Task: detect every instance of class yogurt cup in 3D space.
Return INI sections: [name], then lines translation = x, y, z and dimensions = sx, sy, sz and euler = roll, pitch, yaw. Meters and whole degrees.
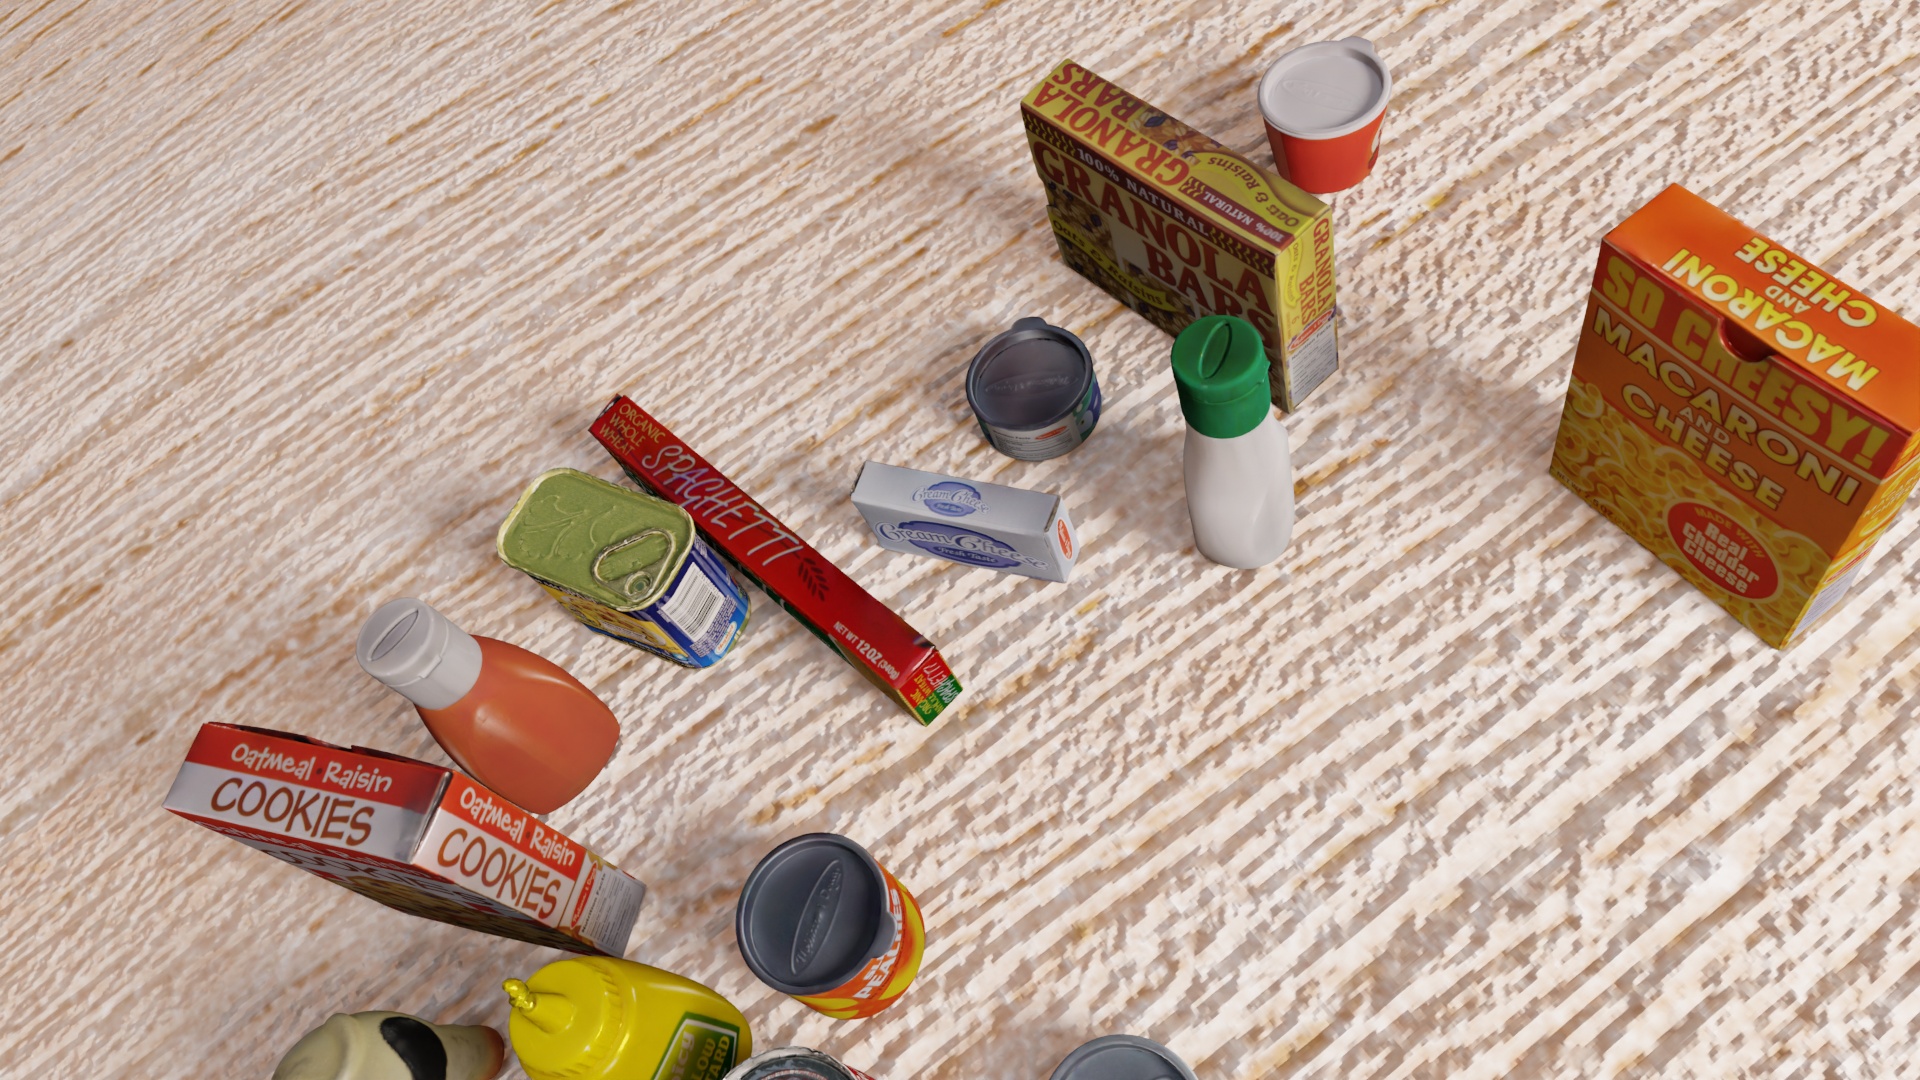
[yogurt cup]
translation = 0.195, -0.223, 0.741
dimensions = 0.072, 0.053, 0.073
euler = -7, 59, 12

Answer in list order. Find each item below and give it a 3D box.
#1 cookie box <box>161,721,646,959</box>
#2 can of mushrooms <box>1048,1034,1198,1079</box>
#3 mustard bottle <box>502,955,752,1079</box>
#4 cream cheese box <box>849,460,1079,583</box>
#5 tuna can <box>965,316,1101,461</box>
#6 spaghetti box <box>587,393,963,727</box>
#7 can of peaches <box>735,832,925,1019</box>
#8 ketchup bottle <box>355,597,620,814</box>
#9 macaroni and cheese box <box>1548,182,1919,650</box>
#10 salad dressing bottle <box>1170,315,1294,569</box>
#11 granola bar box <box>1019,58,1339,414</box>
[cookie box]
translation = -0.228, 0.131, 0.592
dimensions = 0.123, 0.166, 0.040
euler = 6, 63, 19
[can of mushrooms]
translation = 0.066, 0.228, 0.531
dimensions = 0.071, 0.033, 0.071
euler = -7, 59, 12
[mustard bottle]
translation = -0.131, 0.193, 0.533
dimensions = 0.049, 0.159, 0.065
euler = 14, 66, 23
[cream cheese box]
translation = 0.002, -0.008, 0.673
dimensions = 0.104, 0.053, 0.024
euler = 11, 65, 22
[tuna can]
translation = 0.038, -0.078, 0.715
dimensions = 0.071, 0.032, 0.071
euler = -7, 59, 12
[spaghetti box]
translation = -0.099, 0.005, 0.697
dimensions = 0.250, 0.050, 0.029
euler = 36, 76, 30
[can of peaches]
translation = -0.051, 0.165, 0.587
dimensions = 0.071, 0.058, 0.071
euler = -7, 59, 12
[ketchup bottle]
translation = -0.214, 0.074, 0.632
dimensions = 0.043, 0.148, 0.065
euler = 32, 74, 29
[macaroni and cheese box]
translation = 0.299, -0.042, 0.540
dimensions = 0.040, 0.165, 0.124
euler = -38, 58, -7
[salad dressing bottle]
translation = 0.118, -0.040, 0.602
dimensions = 0.044, 0.147, 0.064
euler = 14, 66, 23
[granola bar box]
translation = 0.107, -0.148, 0.682
dimensions = 0.039, 0.123, 0.166
euler = -43, 59, -10
